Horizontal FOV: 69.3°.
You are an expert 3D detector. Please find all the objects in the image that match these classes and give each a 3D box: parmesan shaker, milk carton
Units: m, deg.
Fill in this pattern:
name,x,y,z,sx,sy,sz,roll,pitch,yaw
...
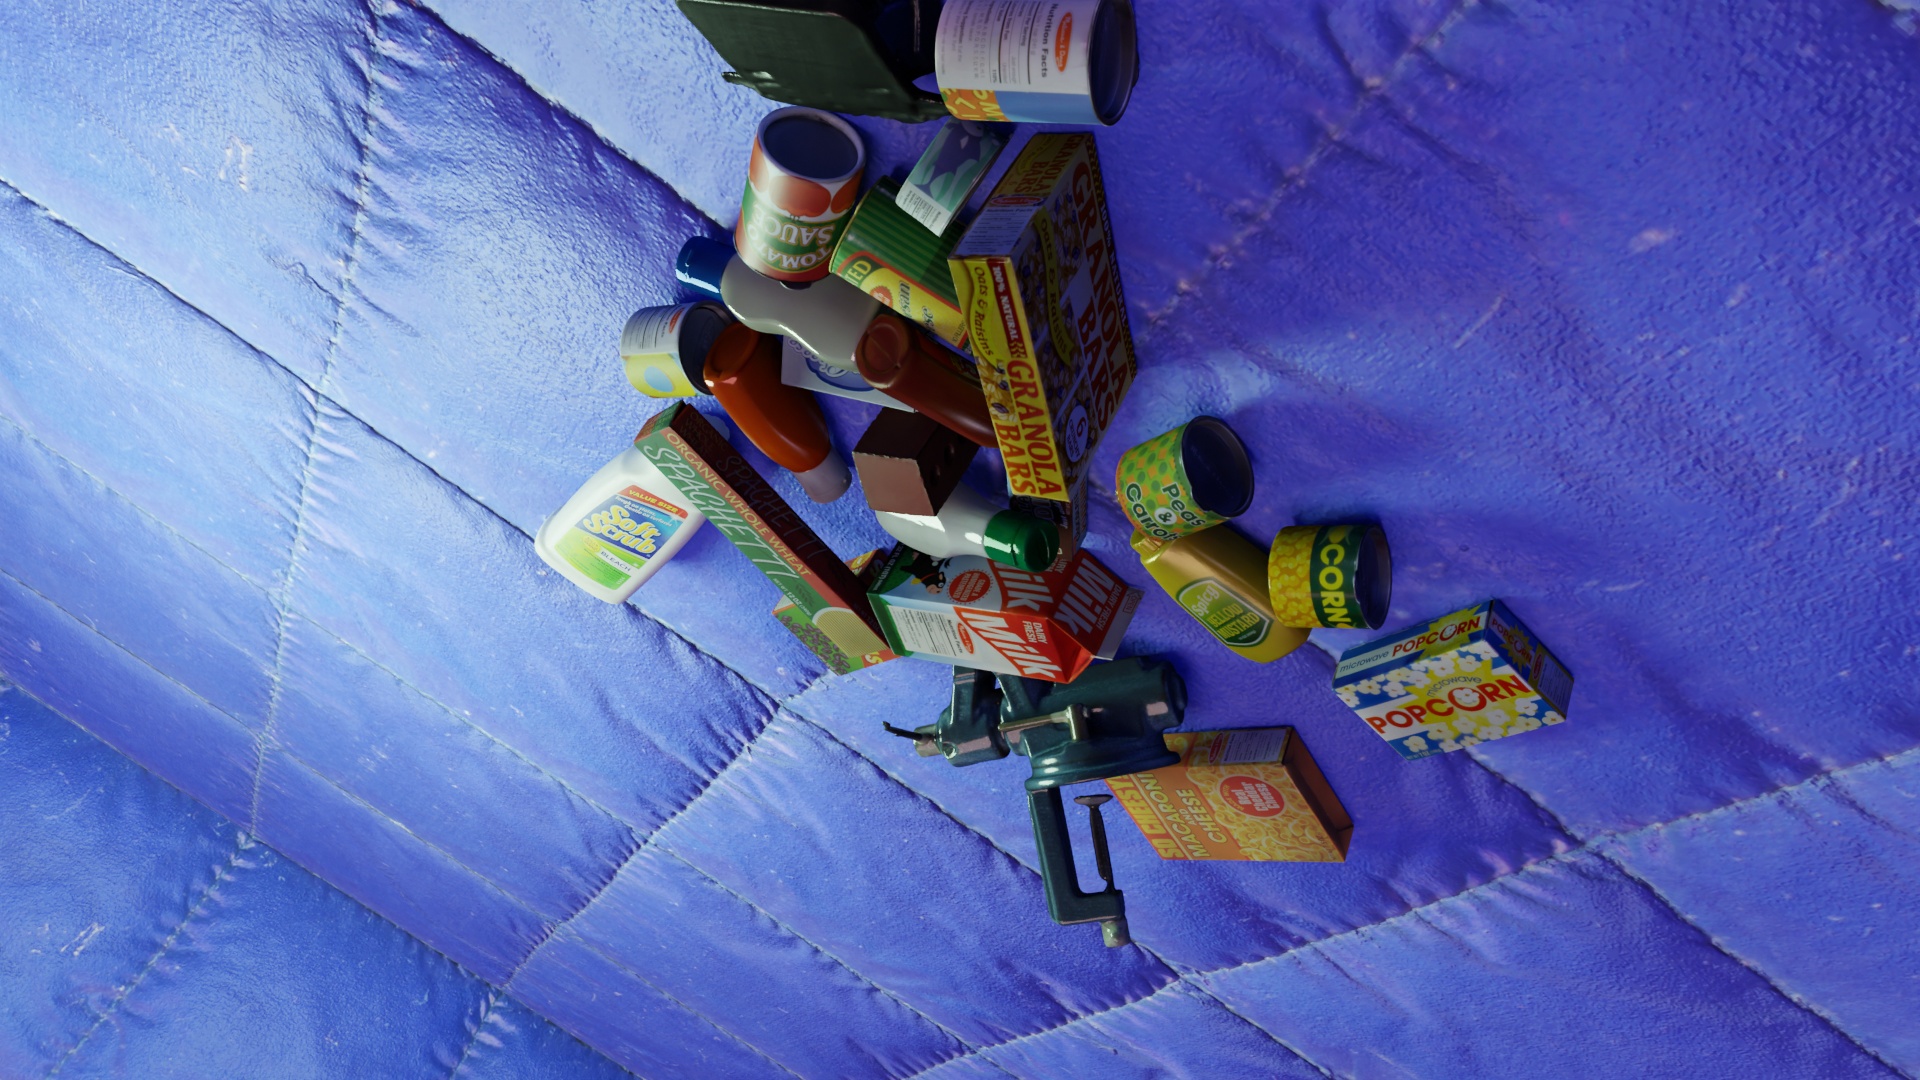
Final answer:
name,x,y,z,sx,sy,sz,roll,pitch,yaw
parmesan shaker,-0.017,-0.162,0.822,0.103,0.072,0.071,31,142,-2
milk carton,0.036,0.049,1.026,0.190,0.073,0.073,7,137,28

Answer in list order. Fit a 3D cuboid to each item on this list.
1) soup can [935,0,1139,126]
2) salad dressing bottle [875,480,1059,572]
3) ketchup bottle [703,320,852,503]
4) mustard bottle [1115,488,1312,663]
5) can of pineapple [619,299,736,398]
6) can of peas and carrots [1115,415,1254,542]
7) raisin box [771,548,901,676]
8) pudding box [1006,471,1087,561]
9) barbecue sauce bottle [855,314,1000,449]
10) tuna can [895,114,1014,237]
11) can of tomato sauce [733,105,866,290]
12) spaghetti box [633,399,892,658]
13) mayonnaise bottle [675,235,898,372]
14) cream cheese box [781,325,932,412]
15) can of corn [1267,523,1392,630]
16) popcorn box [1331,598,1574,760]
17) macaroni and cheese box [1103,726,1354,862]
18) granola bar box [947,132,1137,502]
name,x,y,z,sx,sy,sz,roll,pitch,yaw
soup can,0.040,-0.244,0.700,0.084,0.072,0.071,10,138,25
salad dressing bottle,0.003,-0.012,0.965,0.148,0.044,0.064,19,134,43
ketchup bottle,-0.125,-0.086,0.988,0.043,0.065,0.148,-5,139,26
mustard bottle,0.162,0.018,0.928,0.160,0.049,0.065,37,140,-9
can of pineapple,-0.194,-0.132,0.974,0.058,0.071,0.070,1,134,32
can of peas and carrots,0.139,-0.036,0.864,0.071,0.071,0.058,45,140,-18
raisin box,-0.085,0.061,1.144,0.123,0.040,0.086,-22,119,45
pudding box,0.060,-0.028,0.957,0.050,0.030,0.083,17,140,18
barbecue sauce bottle,0.006,-0.088,0.872,0.148,0.065,0.043,26,106,-37
tuna can,-0.003,-0.206,0.770,0.033,0.071,0.070,36,142,-6
can of tomato sauce,-0.096,-0.203,0.826,0.071,0.071,0.082,28,142,2
spaghetti box,-0.142,-0.003,1.045,0.050,0.029,0.249,-18,124,42
mayonnaise bottle,-0.114,-0.159,0.897,0.148,0.064,0.041,23,-179,20
cream cheese box,-0.070,-0.122,0.924,0.104,0.024,0.053,14,117,19
can of corn,0.231,0.023,0.871,0.058,0.071,0.071,-1,133,35
popcorn box,0.323,0.095,0.920,0.085,0.038,0.126,42,141,-15
macaroni and cheese box,0.212,0.206,1.116,0.166,0.040,0.123,-10,128,39
granola bar box,0.051,-0.124,0.777,0.039,0.125,0.164,8,137,26
